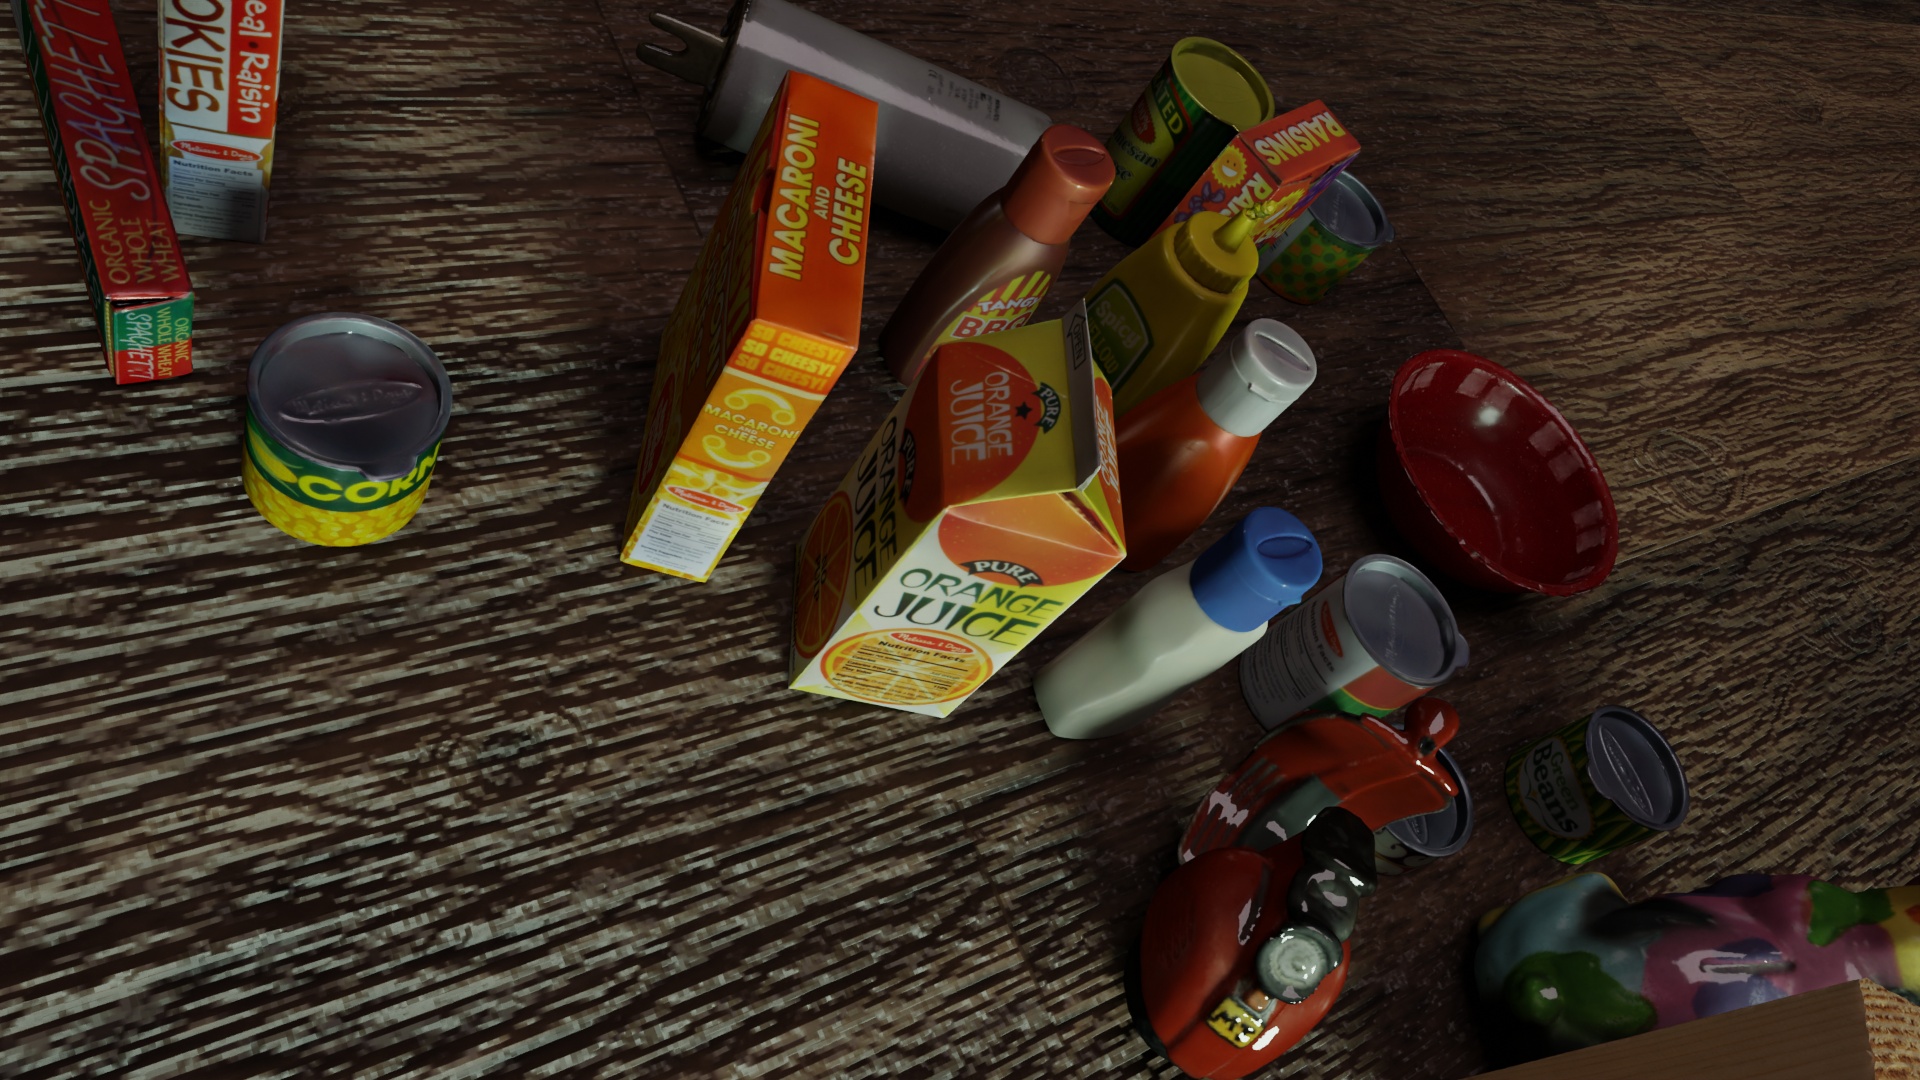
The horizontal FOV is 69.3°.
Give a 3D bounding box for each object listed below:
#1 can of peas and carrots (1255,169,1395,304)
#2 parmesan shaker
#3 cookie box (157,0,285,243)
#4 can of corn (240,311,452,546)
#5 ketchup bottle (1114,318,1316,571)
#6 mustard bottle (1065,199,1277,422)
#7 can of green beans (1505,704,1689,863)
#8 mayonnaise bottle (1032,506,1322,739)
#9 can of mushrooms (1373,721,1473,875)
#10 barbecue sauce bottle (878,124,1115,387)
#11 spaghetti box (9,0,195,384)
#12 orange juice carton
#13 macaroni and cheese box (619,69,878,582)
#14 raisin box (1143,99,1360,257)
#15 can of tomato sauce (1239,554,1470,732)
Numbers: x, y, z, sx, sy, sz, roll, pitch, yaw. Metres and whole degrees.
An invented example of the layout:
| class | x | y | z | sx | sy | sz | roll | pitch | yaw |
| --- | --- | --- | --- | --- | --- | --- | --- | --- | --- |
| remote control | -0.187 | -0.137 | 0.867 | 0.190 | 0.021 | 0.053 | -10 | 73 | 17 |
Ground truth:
| class | x | y | z | sx | sy | sz | roll | pitch | yaw |
| --- | --- | --- | --- | --- | --- | --- | --- | --- | --- |
| can of peas and carrots | 0.218 | -0.186 | 0.848 | 0.071 | 0.058 | 0.071 | 14 | 55 | -21 |
| parmesan shaker | 0.121 | -0.220 | 0.786 | 0.071 | 0.102 | 0.071 | 14 | 55 | -21 |
| cookie box | -0.274 | -0.213 | 0.516 | 0.040 | 0.166 | 0.123 | 3 | 60 | -28 |
| can of corn | -0.222 | -0.037 | 0.504 | 0.071 | 0.058 | 0.071 | 14 | 55 | -21 |
| ketchup bottle | 0.102 | -0.042 | 0.631 | 0.065 | 0.148 | 0.044 | 31 | 50 | -9 |
| mustard bottle | 0.097 | -0.112 | 0.666 | 0.049 | 0.159 | 0.065 | -16 | 70 | -36 |
| can of green beans | 0.323 | 0.125 | 0.709 | 0.071 | 0.057 | 0.071 | 14 | 55 | -21 |
| mayonnaise bottle | 0.090 | 0.037 | 0.574 | 0.065 | 0.147 | 0.041 | -7 | 65 | -33 |
| can of mushrooms | 0.205 | 0.123 | 0.659 | 0.071 | 0.033 | 0.071 | 14 | 55 | -21 |
| barbecue sauce bottle | 0.018 | -0.127 | 0.638 | 0.065 | 0.147 | 0.044 | -12 | 68 | -35 |
| spaghetti box | -0.338 | -0.175 | 0.532 | 0.029 | 0.050 | 0.250 | -13 | 68 | -35 |
| orange juice carton | 0.002 | -0.007 | 0.523 | 0.073 | 0.191 | 0.072 | 14 | 55 | -22 |
| macaroni and cheese box | -0.084 | -0.077 | 0.537 | 0.040 | 0.165 | 0.124 | 16 | 54 | -21 |
| raisin box | 0.150 | -0.177 | 0.761 | 0.086 | 0.122 | 0.040 | -31 | 79 | -39 |
| can of tomato sauce | 0.184 | 0.055 | 0.658 | 0.071 | 0.082 | 0.071 | 14 | 55 | -21 |
